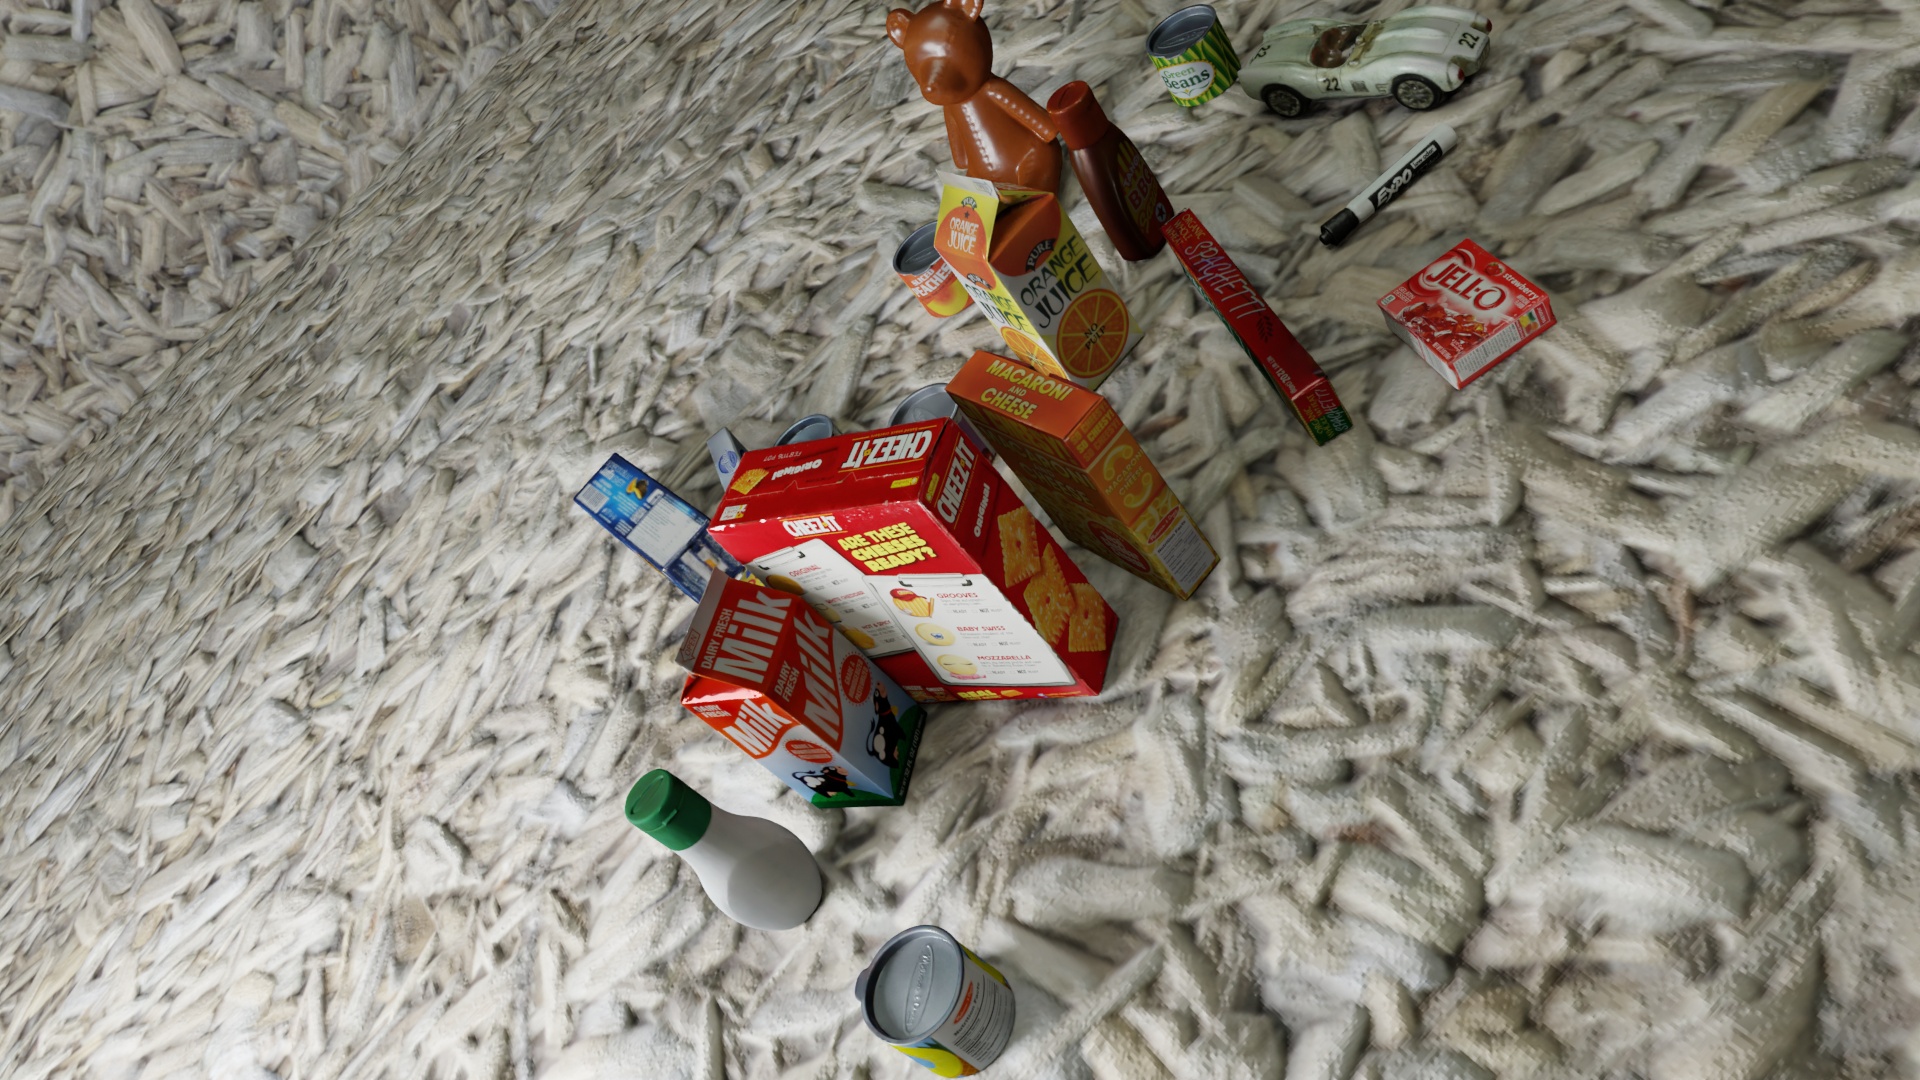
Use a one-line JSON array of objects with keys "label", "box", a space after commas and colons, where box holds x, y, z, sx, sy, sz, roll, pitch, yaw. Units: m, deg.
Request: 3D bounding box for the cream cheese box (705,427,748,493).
[{"label": "cream cheese box", "box": [-0.183, -0.050, 1.184, 0.024, 0.053, 0.104, -37, 39, 5]}]

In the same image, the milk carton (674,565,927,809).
[{"label": "milk carton", "box": [-0.107, 0.096, 0.881, 0.073, 0.190, 0.073, -10, 49, 33]}]

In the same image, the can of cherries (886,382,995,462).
[{"label": "can of cherries", "box": [-0.016, -0.077, 1.071, 0.071, 0.058, 0.072, -22, 43, 22]}]

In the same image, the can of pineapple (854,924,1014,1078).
[{"label": "can of pineapple", "box": [-0.013, 0.254, 0.764, 0.071, 0.057, 0.071, -22, 43, 22]}]

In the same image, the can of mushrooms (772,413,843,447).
[{"label": "can of mushrooms", "box": [-0.128, -0.070, 1.174, 0.071, 0.033, 0.071, -22, 43, 22]}]

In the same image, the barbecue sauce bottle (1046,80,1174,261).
[{"label": "barbecue sauce bottle", "box": [0.117, -0.292, 1.092, 0.043, 0.148, 0.065, -1, 54, 39]}]

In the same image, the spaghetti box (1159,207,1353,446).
[{"label": "spaghetti box", "box": [0.202, -0.157, 0.976, 0.028, 0.050, 0.251, -33, 40, 10]}]

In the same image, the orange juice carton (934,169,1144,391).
[{"label": "orange juice carton", "box": [0.050, -0.198, 1.024, 0.073, 0.192, 0.072, -48, 40, -8]}]

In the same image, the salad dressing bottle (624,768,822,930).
[{"label": "salad dressing bottle", "box": [-0.145, 0.191, 0.857, 0.064, 0.147, 0.044, -50, 40, -10]}]

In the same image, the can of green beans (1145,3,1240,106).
[{"label": "can of green beans", "box": [0.204, -0.423, 1.215, 0.071, 0.057, 0.071, -22, 43, 22]}]

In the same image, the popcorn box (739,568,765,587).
[{"label": "popcorn box", "box": [-0.117, 0.040, 1.023, 0.038, 0.085, 0.127, 13, 63, 45]}]

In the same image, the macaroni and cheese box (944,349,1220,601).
[{"label": "macaroni and cheese box", "box": [0.078, -0.042, 0.879, 0.040, 0.166, 0.124, -49, 40, -9]}]

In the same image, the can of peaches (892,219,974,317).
[{"label": "can of peaches", "box": [-0.017, -0.237, 1.220, 0.071, 0.058, 0.071, -22, 43, 22]}]
